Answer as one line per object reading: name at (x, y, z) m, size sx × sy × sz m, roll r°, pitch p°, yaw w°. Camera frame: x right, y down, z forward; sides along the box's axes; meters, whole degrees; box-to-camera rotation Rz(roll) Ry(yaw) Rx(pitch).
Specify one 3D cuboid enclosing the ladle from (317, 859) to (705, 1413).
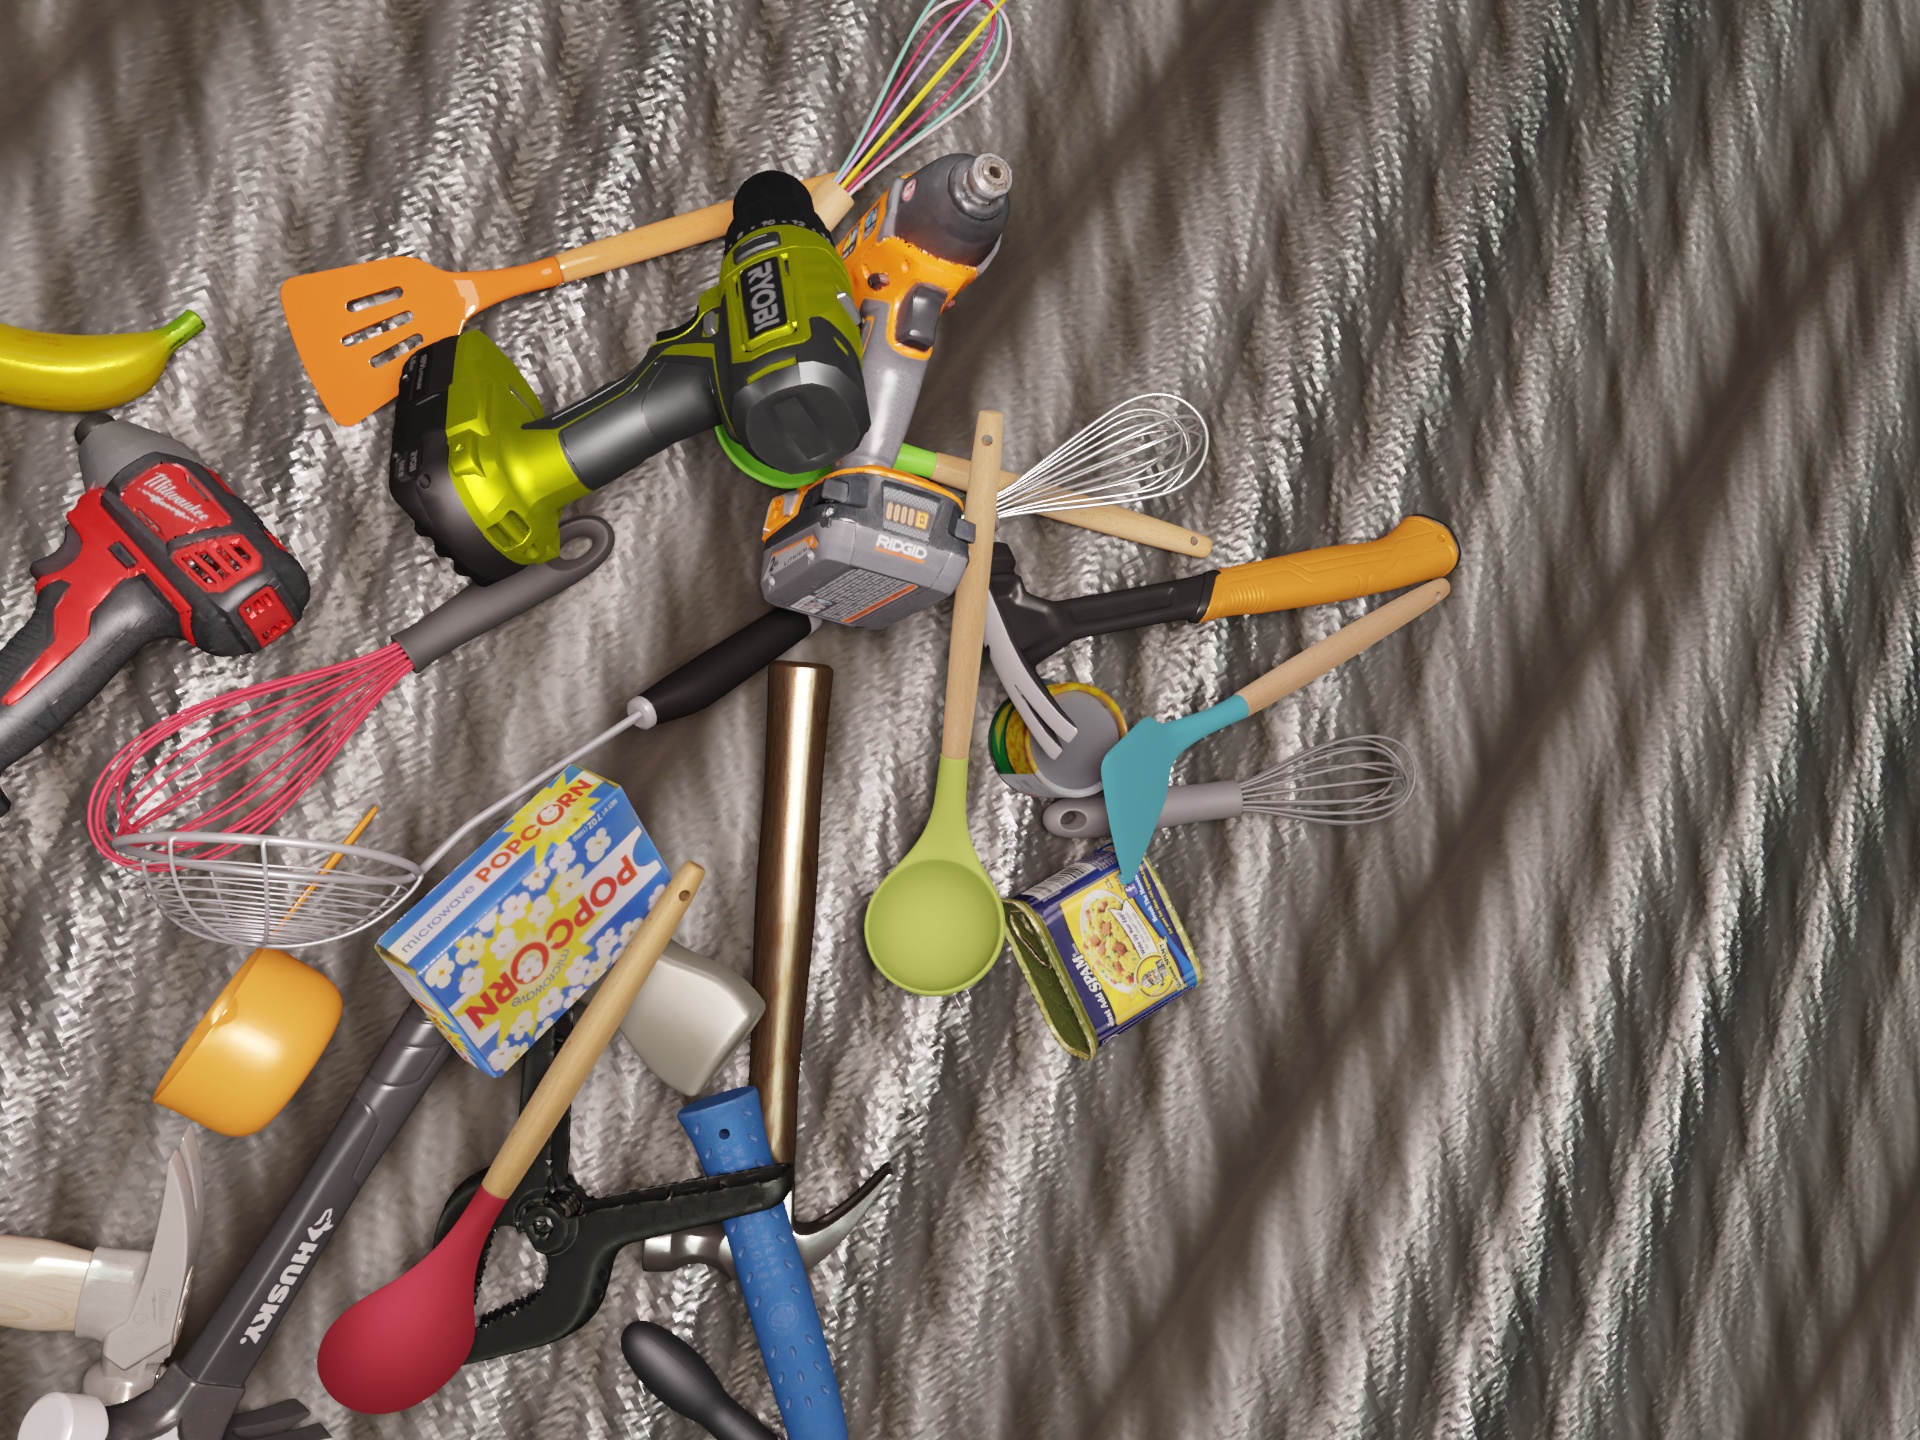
ladle at (-0.209, 0.204, 0.765) m, size 0.069 × 0.031 × 0.315 m, roll 32°, pitch 90°, yaw -29°

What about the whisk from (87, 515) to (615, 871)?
whisk at (-0.299, -0.022, 0.808) m, size 0.296 × 0.073 × 0.073 m, roll -37°, pitch 99°, yaw -22°

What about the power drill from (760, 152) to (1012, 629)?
power drill at (-0.031, -0.173, 0.811) m, size 0.084 × 0.164 × 0.226 m, roll 14°, pitch 76°, yaw -23°

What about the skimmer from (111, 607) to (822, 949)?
skimmer at (-0.221, 0.001, 0.788) m, size 0.363 × 0.127 × 0.090 m, roll -36°, pitch 100°, yaw -33°

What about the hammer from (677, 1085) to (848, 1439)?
hammer at (-0.061, 0.387, 0.818) m, size 0.144 × 0.035 × 0.405 m, roll -17°, pitch 89°, yaw -3°

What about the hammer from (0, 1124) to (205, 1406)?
hammer at (-0.559, 0.219, 0.707) m, size 0.410 × 0.038 × 0.146 m, roll 14°, pitch 103°, yaw -14°

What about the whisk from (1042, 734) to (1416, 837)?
whisk at (0.164, 0.044, 0.955) m, size 0.239 × 0.055 × 0.055 m, roll -6°, pitch 90°, yaw -13°

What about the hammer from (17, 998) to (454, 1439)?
hammer at (-0.287, 0.206, 0.764) m, size 0.335 × 0.035 × 0.146 m, roll -60°, pitch 146°, yaw -11°

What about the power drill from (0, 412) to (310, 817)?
power drill at (-0.437, -0.048, 0.745) m, size 0.220 × 0.078 × 0.143 m, roll -41°, pitch 79°, yaw -20°

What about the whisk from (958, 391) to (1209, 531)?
whisk at (0.024, -0.123, 0.896) m, size 0.246 × 0.058 × 0.059 m, roll -21°, pitch 86°, yaw -2°

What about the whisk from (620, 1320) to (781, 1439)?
whisk at (-0.077, 0.423, 0.858) m, size 0.284 × 0.070 × 0.070 m, roll 45°, pitch 76°, yaw -6°

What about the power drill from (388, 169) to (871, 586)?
power drill at (-0.158, -0.174, 0.783) m, size 0.228 × 0.080 × 0.191 m, roll -21°, pitch 50°, yaw 11°

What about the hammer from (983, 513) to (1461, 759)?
hammer at (0.166, -0.070, 0.934) m, size 0.336 × 0.034 × 0.127 m, roll -13°, pitch 66°, yaw -27°

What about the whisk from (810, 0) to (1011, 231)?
whisk at (-0.053, -0.312, 0.881) m, size 0.245 × 0.047 × 0.051 m, roll -50°, pitch 133°, yaw 0°

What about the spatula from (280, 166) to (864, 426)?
spatula at (-0.198, -0.250, 0.865) m, size 0.322 × 0.041 × 0.081 m, roll -24°, pitch 96°, yaw -21°

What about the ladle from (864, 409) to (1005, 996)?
ladle at (-0.001, -0.003, 0.849) m, size 0.078 × 0.062 × 0.320 m, roll 7°, pitch 108°, yaw 2°

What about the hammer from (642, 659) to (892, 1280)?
hammer at (-0.094, 0.133, 0.859) m, size 0.130 × 0.031 × 0.331 m, roll 4°, pitch 88°, yaw -6°

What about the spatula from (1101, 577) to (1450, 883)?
spatula at (0.193, -0.015, 0.947) m, size 0.317 × 0.044 × 0.082 m, roll -29°, pitch 120°, yaw -26°

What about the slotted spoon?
slotted spoon at (0.007, -0.139, 0.923) m, size 0.313 × 0.031 × 0.070 m, roll 13°, pitch 84°, yaw -19°

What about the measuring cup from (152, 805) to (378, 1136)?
measuring cup at (-0.323, 0.124, 0.789) m, size 0.052 × 0.095 × 0.174 m, roll 39°, pitch 59°, yaw -18°
